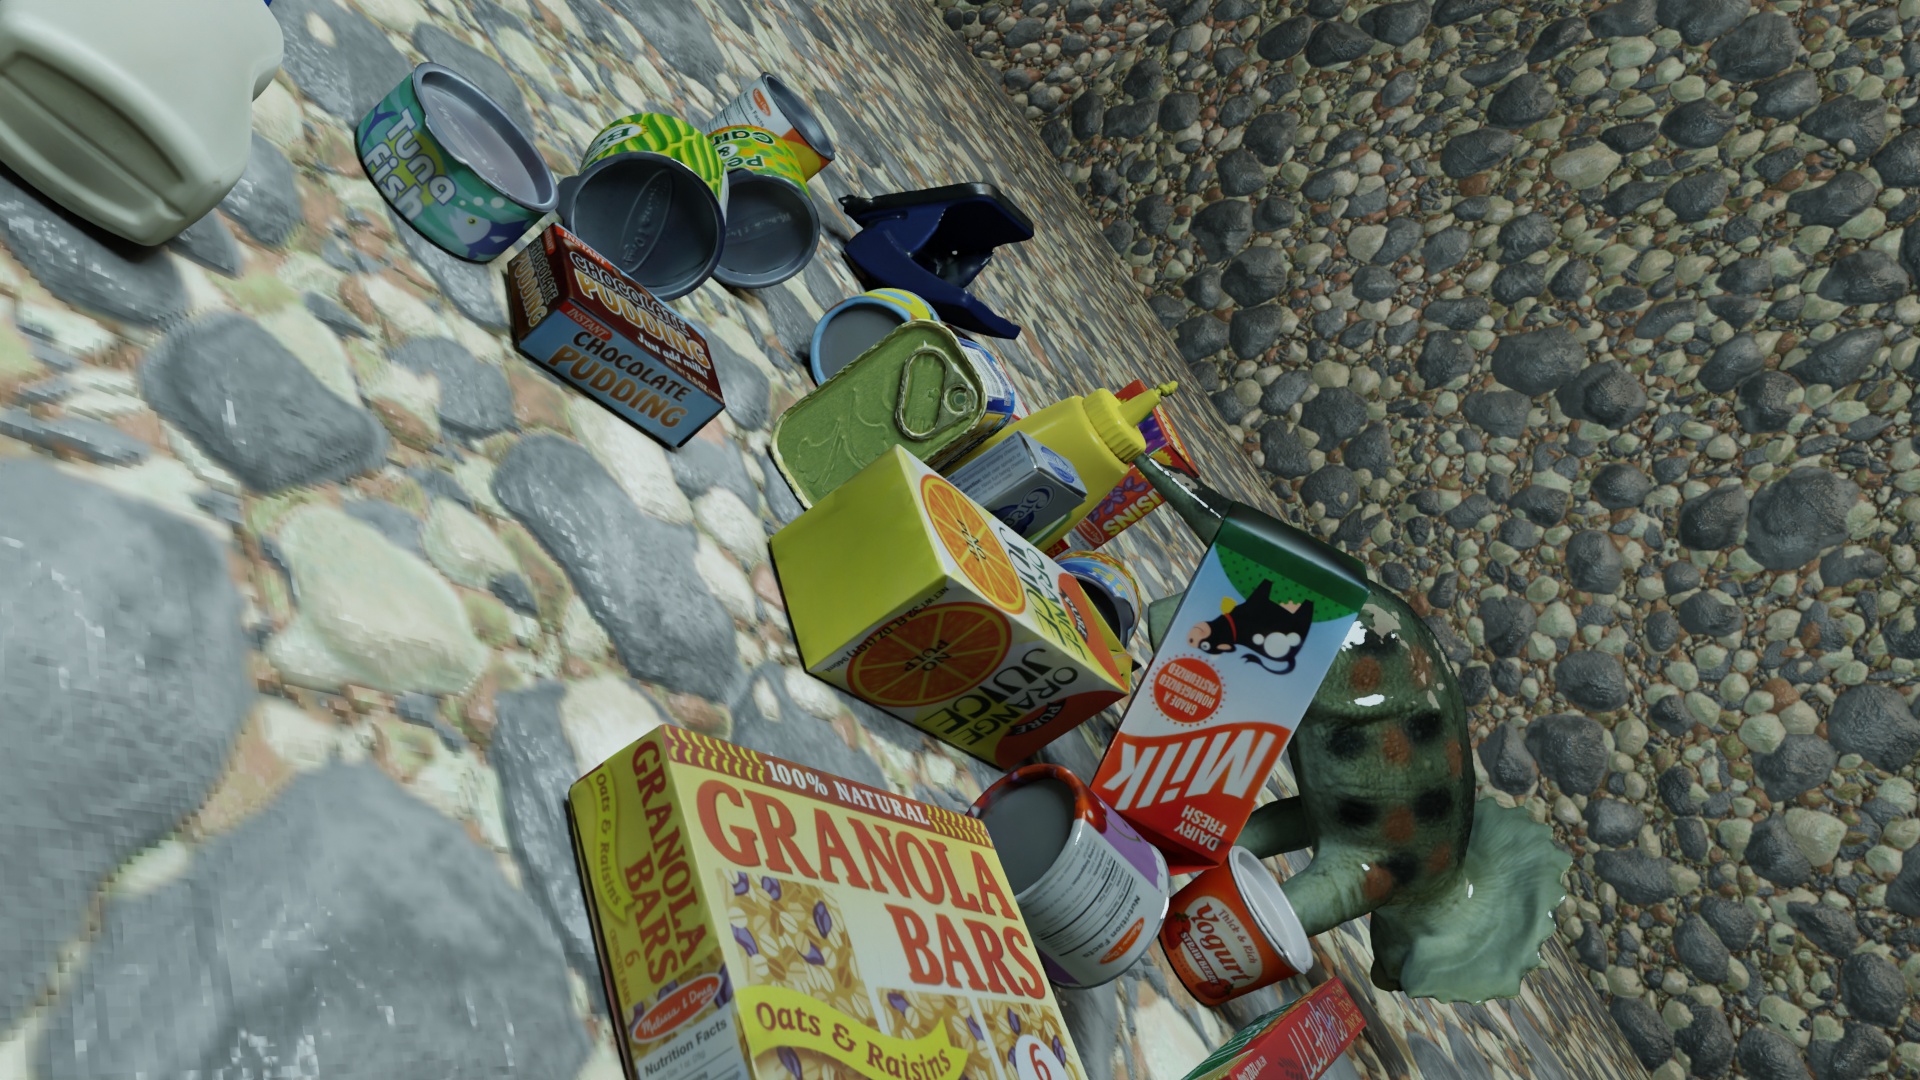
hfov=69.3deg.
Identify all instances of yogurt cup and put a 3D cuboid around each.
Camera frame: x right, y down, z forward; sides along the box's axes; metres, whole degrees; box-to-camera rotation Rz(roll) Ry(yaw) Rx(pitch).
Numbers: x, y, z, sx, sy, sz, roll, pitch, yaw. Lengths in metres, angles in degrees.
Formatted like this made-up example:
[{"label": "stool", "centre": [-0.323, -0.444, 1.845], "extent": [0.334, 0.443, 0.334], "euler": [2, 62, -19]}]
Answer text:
[{"label": "yogurt cup", "centre": [0.134, 0.194, 0.691], "extent": [0.072, 0.054, 0.073], "euler": [49, 17, -20]}]

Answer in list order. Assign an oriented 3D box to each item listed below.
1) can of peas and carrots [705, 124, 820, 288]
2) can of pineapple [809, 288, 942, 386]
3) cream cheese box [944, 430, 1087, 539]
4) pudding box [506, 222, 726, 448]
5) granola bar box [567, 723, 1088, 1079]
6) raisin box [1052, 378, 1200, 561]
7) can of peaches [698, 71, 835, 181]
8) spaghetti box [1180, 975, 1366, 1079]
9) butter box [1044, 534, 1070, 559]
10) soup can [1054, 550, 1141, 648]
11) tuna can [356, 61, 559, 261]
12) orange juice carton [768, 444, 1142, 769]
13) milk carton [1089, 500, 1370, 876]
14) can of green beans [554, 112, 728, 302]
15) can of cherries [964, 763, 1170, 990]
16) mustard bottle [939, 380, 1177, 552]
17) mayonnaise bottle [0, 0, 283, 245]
[{"label": "can of peas and carrots", "centre": [-0.111, -0.176, 0.725], "extent": [0.071, 0.071, 0.059], "euler": [40, 20, -41]}, {"label": "can of pineapple", "centre": [-0.047, -0.106, 0.771], "extent": [0.071, 0.071, 0.058], "euler": [53, 16, -5]}, {"label": "cream cheese box", "centre": [0.002, -0.008, 0.640], "extent": [0.053, 0.103, 0.024], "euler": [26, 35, -58]}, {"label": "pudding box", "centre": [-0.132, -0.077, 0.534], "extent": [0.083, 0.030, 0.050], "euler": [37, 22, -47]}, {"label": "granola bar box", "centre": [-0.028, 0.129, 0.394], "extent": [0.165, 0.039, 0.124], "euler": [32, 28, -53]}, {"label": "raisin box", "centre": [0.085, -0.038, 0.900], "extent": [0.040, 0.123, 0.086], "euler": [45, 18, -30]}, {"label": "can of peaches", "centre": [-0.119, -0.242, 0.855], "extent": [0.071, 0.058, 0.071], "euler": [49, 16, -19]}, {"label": "spaghetti box", "centre": [0.136, 0.235, 0.621], "extent": [0.029, 0.050, 0.250], "euler": [61, 17, 19]}, {"label": "butter box", "centre": [0.033, -0.017, 0.837], "extent": [0.024, 0.053, 0.104], "euler": [49, 17, -28]}, {"label": "soup can", "centre": [0.068, 0.043, 0.782], "extent": [0.071, 0.071, 0.084], "euler": [55, 16, 1]}, {"label": "tuna can", "centre": [-0.183, -0.136, 0.503], "extent": [0.071, 0.032, 0.071], "euler": [48, 17, -20]}, {"label": "orange juice carton", "centre": [0.009, 0.042, 0.614], "extent": [0.192, 0.071, 0.073], "euler": [35, 25, -48]}, {"label": "milk carton", "centre": [0.119, 0.084, 0.669], "extent": [0.073, 0.190, 0.072], "euler": [27, 14, 9]}, {"label": "can of green beans", "centre": [-0.134, -0.144, 0.599], "extent": [0.071, 0.071, 0.058], "euler": [45, 17, -29]}, {"label": "can of cherries", "centre": [0.036, 0.127, 0.533], "extent": [0.058, 0.071, 0.072], "euler": [45, 18, -28]}, {"label": "mustard bottle", "centre": [0.043, -0.034, 0.707], "extent": [0.065, 0.160, 0.049], "euler": [48, 18, -18]}, {"label": "mayonnaise bottle", "centre": [-0.223, -0.140, 0.387], "extent": [0.064, 0.041, 0.149], "euler": [45, 18, -36]}]
